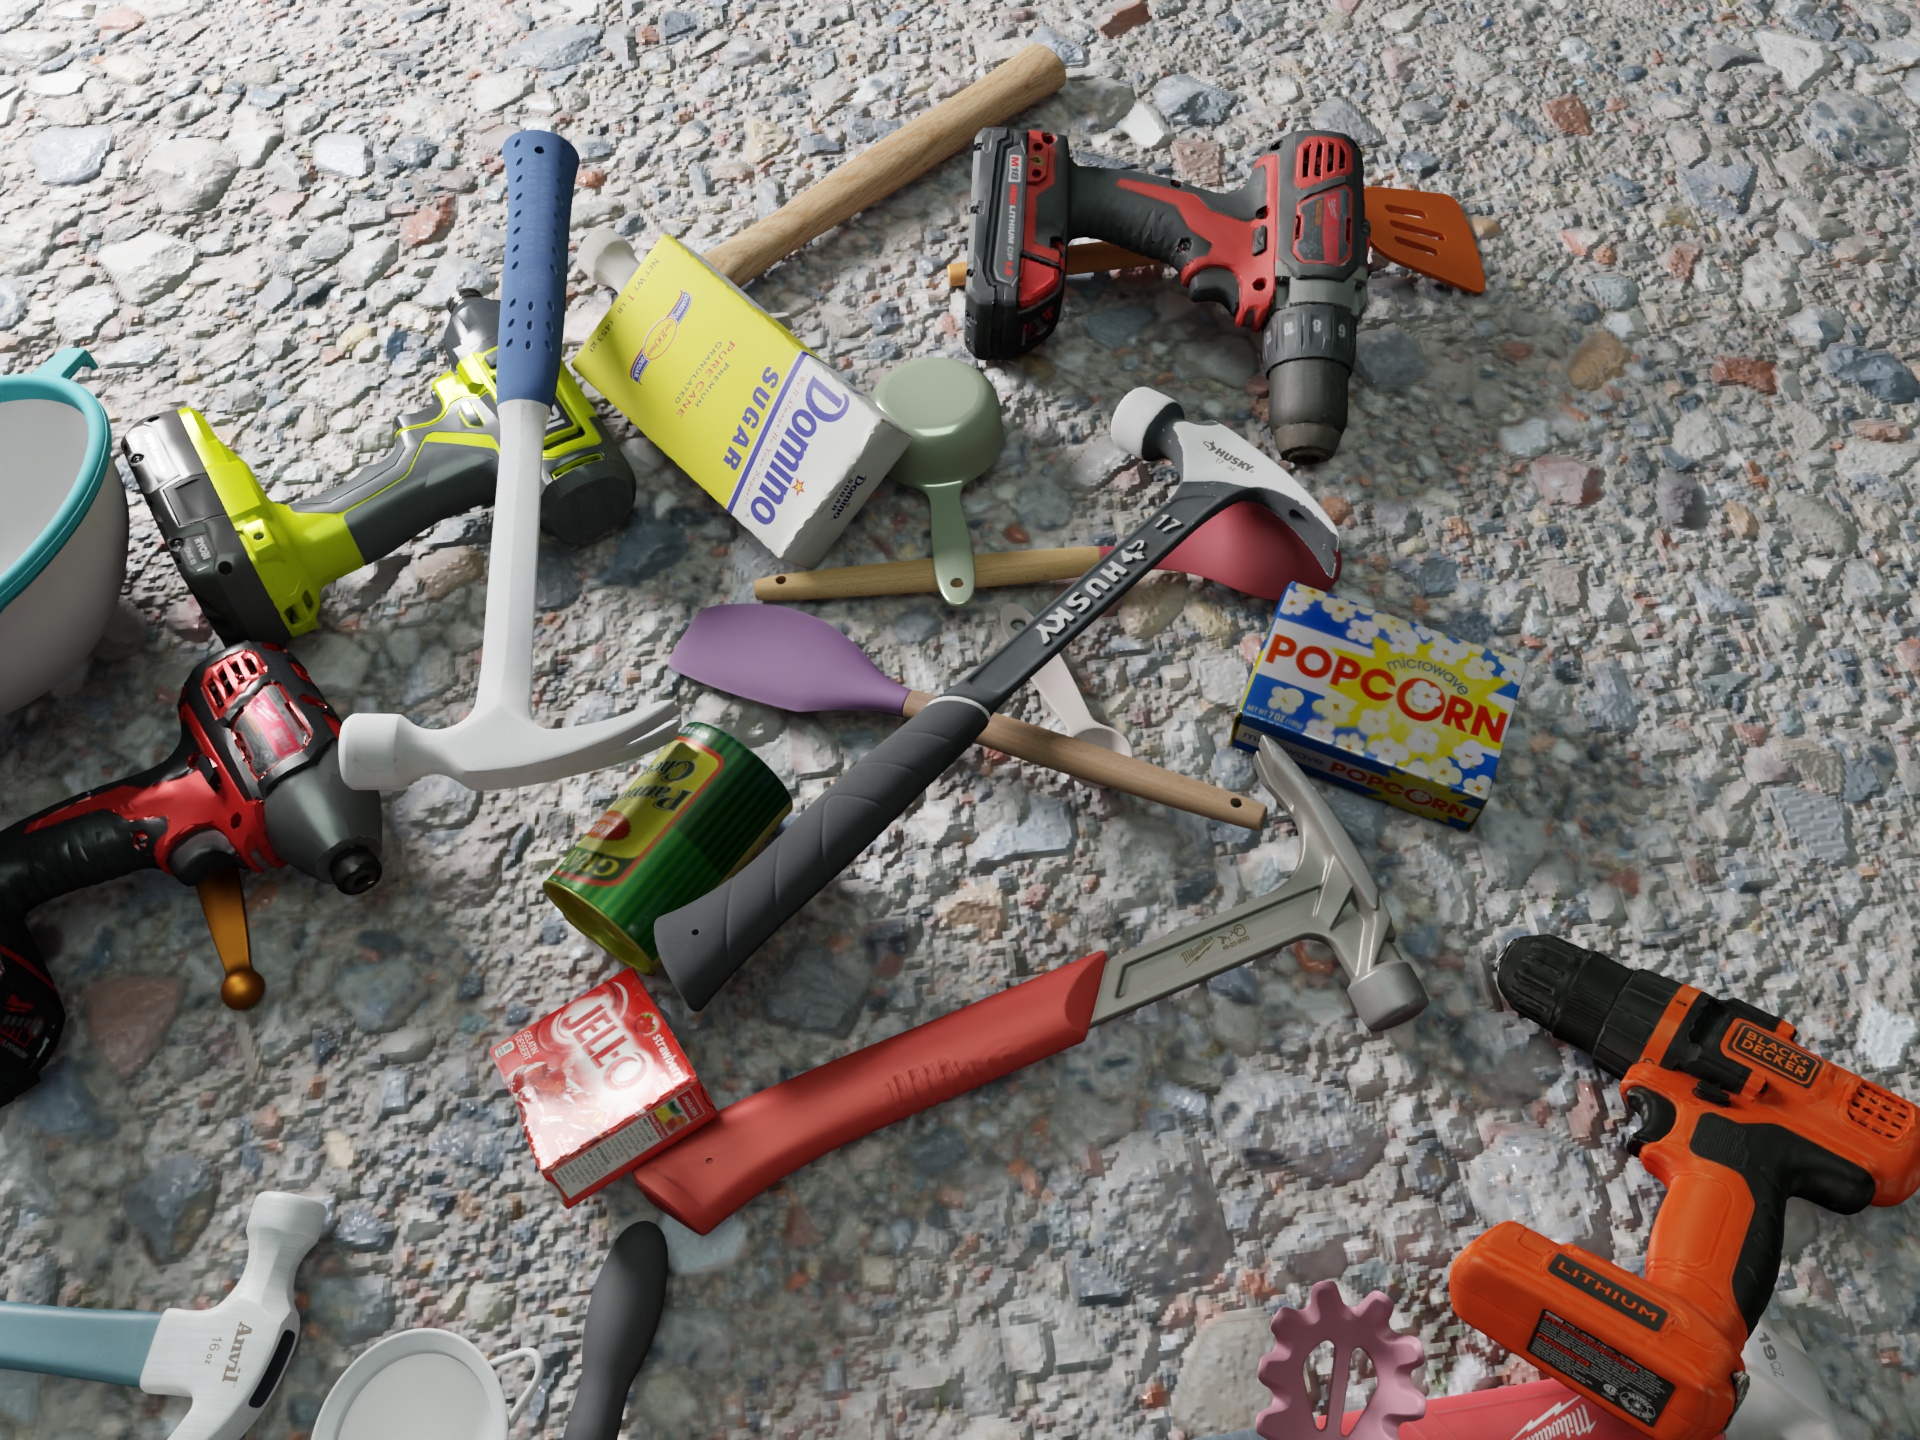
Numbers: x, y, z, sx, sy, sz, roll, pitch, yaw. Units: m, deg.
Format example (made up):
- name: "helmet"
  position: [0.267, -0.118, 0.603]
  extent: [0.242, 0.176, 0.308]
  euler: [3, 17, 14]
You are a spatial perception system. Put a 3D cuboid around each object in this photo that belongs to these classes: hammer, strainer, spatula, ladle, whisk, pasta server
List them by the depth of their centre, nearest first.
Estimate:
- name: "pasta server"
  position: [0.117, 0.364, 0.564]
  extent: [0.060, 0.040, 0.316]
  euler: [8, 73, 15]
- name: "whisk"
  position: [-0.157, 0.331, 0.602]
  extent: [0.070, 0.070, 0.285]
  euler: [8, 57, 4]
- name: "strainer"
  position: [-0.272, 0.318, 0.617]
  extent: [0.258, 0.050, 0.087]
  euler: [-28, 59, -8]
- name: "hammer"
  position: [0.156, 0.308, 0.625]
  extent: [0.386, 0.038, 0.143]
  euler: [-8, 63, -4]
- name: "hammer"
  position: [-0.442, 0.248, 0.657]
  extent: [0.331, 0.033, 0.128]
  euler: [5, 60, 2]
- name: "hammer"
  position: [0.023, 0.130, 0.721]
  extent: [0.359, 0.036, 0.149]
  euler: [-20, 63, -11]
- name: "strainer"
  position: [-0.464, -0.025, 0.745]
  extent: [0.211, 0.095, 0.341]
  euler: [-29, 51, -4]
- name: "hammer"
  position: [0.017, -0.012, 0.757]
  extent: [0.149, 0.036, 0.409]
  euler: [35, 65, 28]
- name: "spatula"
  position: [-0.001, -0.003, 0.784]
  extent: [0.316, 0.018, 0.060]
  euler: [19, 60, 19]
- name: "hammer"
  position: [-0.214, -0.147, 0.801]
  extent: [0.144, 0.035, 0.406]
  euler: [-1, 59, -8]
- name: "ladle"
  position: [0.048, -0.083, 0.844]
  extent: [0.315, 0.031, 0.069]
  euler: [-5, 57, -1]
- name: "spatula"
  position: [0.153, -0.280, 0.954]
  extent: [0.322, 0.041, 0.081]
  euler: [-7, 62, 1]
- name: "hammer"
  position: [-0.062, -0.325, 0.971]
  extent: [0.331, 0.031, 0.130]
  euler: [-38, 68, -19]

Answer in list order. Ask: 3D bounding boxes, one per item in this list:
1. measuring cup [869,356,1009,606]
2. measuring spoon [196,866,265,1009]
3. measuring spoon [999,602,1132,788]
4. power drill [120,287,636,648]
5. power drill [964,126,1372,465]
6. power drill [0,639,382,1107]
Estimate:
- name: "measuring cup"
  position: [-0.010, -0.132, 0.848]
  extent: [0.083, 0.038, 0.168]
  euler: [-7, 52, -1]
- name: "measuring spoon"
  position: [-0.353, 0.084, 0.758]
  extent: [0.021, 0.011, 0.117]
  euler: [-21, 63, -11]
- name: "measuring spoon"
  position: [0.050, -0.012, 0.814]
  extent: [0.034, 0.018, 0.124]
  euler: [-21, 57, -12]
- name: "power drill"
  position: [-0.309, -0.139, 0.847]
  extent: [0.223, 0.080, 0.171]
  euler: [-27, 66, -18]
- name: "power drill"
  position: [0.116, -0.240, 0.892]
  extent: [0.226, 0.080, 0.188]
  euler: [3, 80, 0]
- name: "power drill"
  position: [-0.375, 0.068, 0.724]
  extent: [0.219, 0.078, 0.143]
  euler: [-34, 63, -17]
